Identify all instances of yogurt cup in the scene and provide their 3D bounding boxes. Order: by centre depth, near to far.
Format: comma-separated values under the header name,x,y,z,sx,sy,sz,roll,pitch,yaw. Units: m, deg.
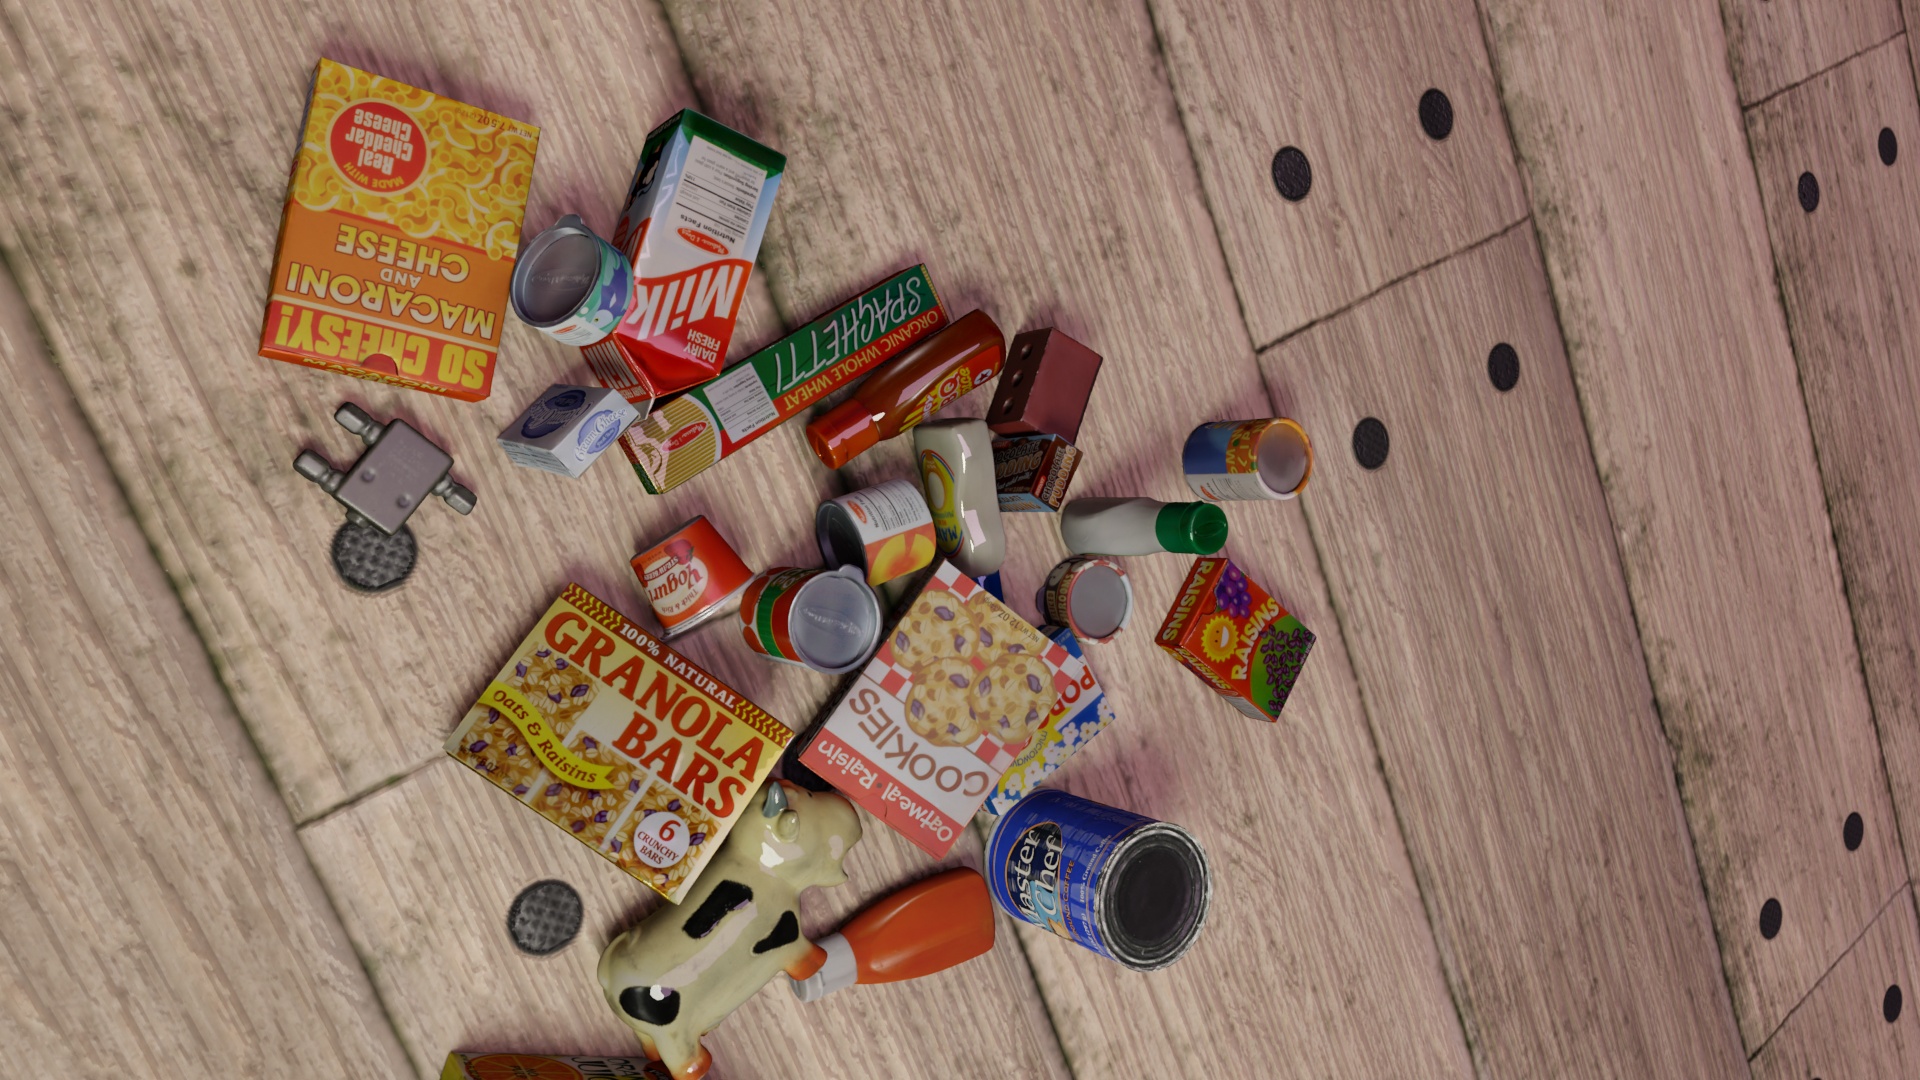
name,x,y,z,sx,sy,sz,roll,pitch,yaw
yogurt cup,-0.172,0.020,0.881,0.073,0.072,0.054,-37,101,-26

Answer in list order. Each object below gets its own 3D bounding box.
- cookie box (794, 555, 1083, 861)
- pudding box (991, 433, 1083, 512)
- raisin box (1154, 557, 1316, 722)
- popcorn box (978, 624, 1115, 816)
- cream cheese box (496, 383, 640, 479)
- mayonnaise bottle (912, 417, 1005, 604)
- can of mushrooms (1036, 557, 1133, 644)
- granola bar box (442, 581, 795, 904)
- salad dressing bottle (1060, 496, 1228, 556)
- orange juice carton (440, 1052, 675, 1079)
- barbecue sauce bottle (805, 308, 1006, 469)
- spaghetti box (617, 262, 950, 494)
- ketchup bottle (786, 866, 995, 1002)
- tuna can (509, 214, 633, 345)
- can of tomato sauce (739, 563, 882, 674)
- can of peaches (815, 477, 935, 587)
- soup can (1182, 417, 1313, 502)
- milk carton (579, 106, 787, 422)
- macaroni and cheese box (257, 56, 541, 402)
name,x,y,z,sx,sy,sz,roll,pitch,yaw
cookie box,-0.015,0.114,0.952,0.123,0.040,0.167,37,86,-9
pudding box,0.047,-0.048,1.002,0.030,0.083,0.050,32,75,-28
raisin box,0.227,0.082,1.140,0.123,0.040,0.086,39,72,-25
popcorn box,0.046,0.131,1.029,0.127,0.038,0.085,-36,108,-26
cream cheese box,-0.233,-0.066,0.818,0.053,0.104,0.024,-50,121,-19
mayonnaise bottle,0.004,-0.012,0.990,0.041,0.065,0.147,-16,102,-31
can of mushrooms,0.096,0.046,1.063,0.071,0.033,0.071,-1,92,-32
granola bar box,-0.204,0.123,0.843,0.165,0.039,0.124,35,71,-4
salad dressing bottle,0.133,-0.010,1.018,0.064,0.147,0.044,-15,99,-30
orange juice carton,-0.218,0.363,0.850,0.193,0.072,0.073,15,84,-31
barbecue sauce bottle,-0.038,-0.103,0.965,0.149,0.064,0.044,-34,74,-19
spaghetti box,-0.114,-0.112,0.934,0.251,0.028,0.050,-35,108,-27
ketchup bottle,-0.048,0.279,0.970,0.149,0.043,0.064,-12,97,-31
tuna can,-0.226,-0.151,0.812,0.033,0.071,0.071,32,71,-61
can of tomato sauce,-0.100,0.049,0.913,0.071,0.083,0.071,0,91,-32
can of peaches,-0.058,-0.003,0.950,0.058,0.071,0.071,-21,101,-30
soup can,0.231,-0.067,1.115,0.071,0.083,0.071,0,90,-32
milk carton,-0.180,-0.162,0.869,0.073,0.072,0.191,21,79,-30
macaroni and cheese box,-0.322,-0.174,0.799,0.124,0.040,0.166,11,85,-31
